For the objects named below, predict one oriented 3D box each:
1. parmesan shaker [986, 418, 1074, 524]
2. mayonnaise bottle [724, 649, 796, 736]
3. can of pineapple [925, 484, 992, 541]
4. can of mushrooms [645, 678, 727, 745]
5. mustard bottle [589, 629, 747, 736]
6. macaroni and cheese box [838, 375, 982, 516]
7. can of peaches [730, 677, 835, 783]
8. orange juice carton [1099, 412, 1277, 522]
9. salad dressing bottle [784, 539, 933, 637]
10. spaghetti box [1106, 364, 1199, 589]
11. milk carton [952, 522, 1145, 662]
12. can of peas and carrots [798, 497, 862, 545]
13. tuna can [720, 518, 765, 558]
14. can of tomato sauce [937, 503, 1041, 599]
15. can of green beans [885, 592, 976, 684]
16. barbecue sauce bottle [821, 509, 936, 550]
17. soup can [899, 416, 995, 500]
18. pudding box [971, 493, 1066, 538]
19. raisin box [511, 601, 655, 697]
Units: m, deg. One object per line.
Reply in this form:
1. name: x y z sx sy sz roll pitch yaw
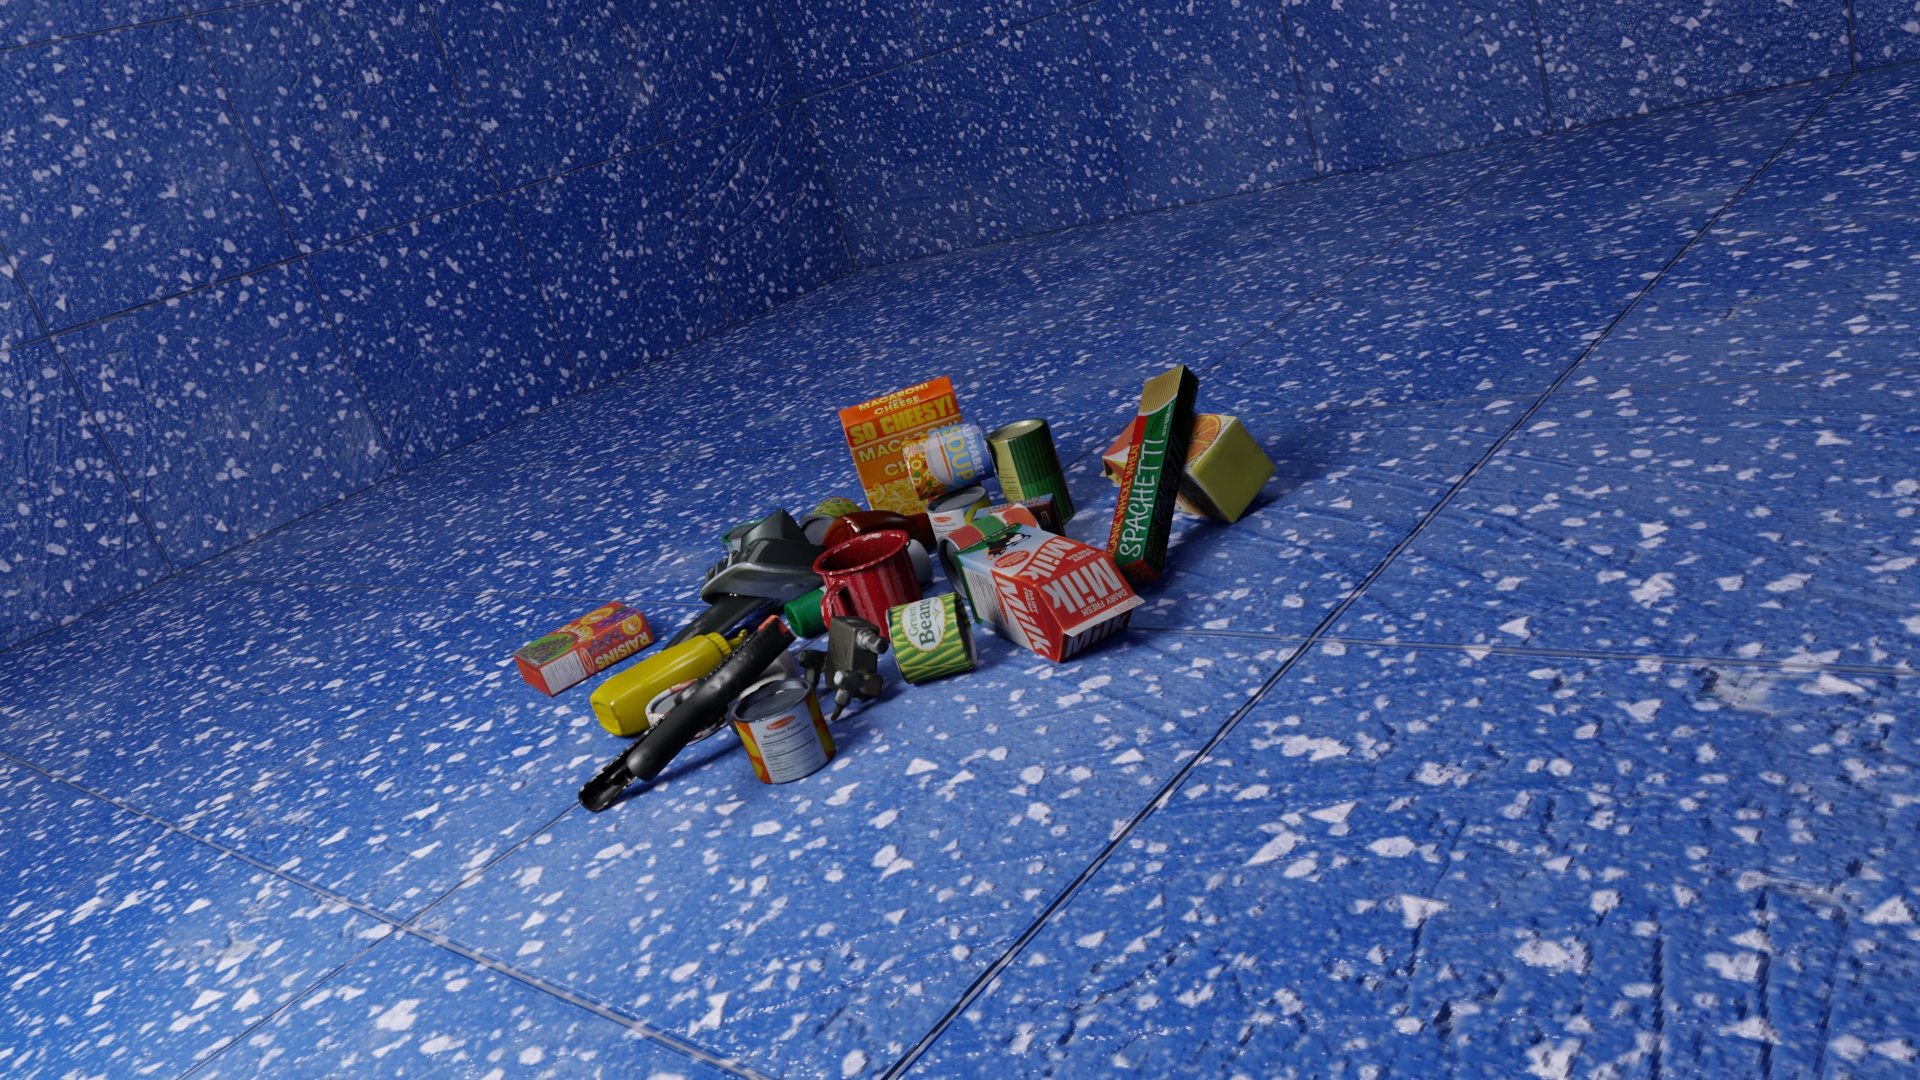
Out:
1. parmesan shaker: 0.074 -0.068 1.436 0.071 0.102 0.071 -16 18 5
2. mayonnaise bottle: -0.173 0.120 1.225 0.065 0.041 0.148 -24 17 3
3. can of pineapple: 0.005 -0.018 1.429 0.071 0.057 0.071 -16 18 5
4. can of mushrooms: -0.236 0.149 1.211 0.071 0.033 0.071 -17 17 5
5. mustard bottle: -0.259 0.124 1.281 0.161 0.048 0.065 -29 21 -33
6. macaroni and cheese box: -0.049 -0.084 1.496 0.124 0.165 0.040 -19 38 -2
7. can of peaches: -0.138 0.147 1.084 0.071 0.058 0.071 -17 18 6
8. orange juice carton: 0.209 -0.078 1.357 0.072 0.073 0.193 -49 26 -12
9. salad dressing bottle: -0.099 0.048 1.358 0.148 0.044 0.064 -26 8 -22
10. spaghetti box: 0.175 -0.061 1.265 0.050 0.028 0.251 -24 36 41
11. milk carton: 0.074 0.044 1.158 0.072 0.073 0.190 -25 19 -20
12. can of peas and carrots: -0.142 -0.010 1.524 0.071 0.070 0.059 -11 18 20
13. tuna can: -0.251 0.000 1.658 0.071 0.032 0.071 -16 19 6
14. can of tomato sauce: 0.031 0.011 1.310 0.083 0.071 0.071 -25 19 -21
15. can of green beans: -0.023 0.081 1.155 0.058 0.071 0.071 -15 18 9
16. barbecue sauce bottle: -0.079 -0.003 1.431 0.044 0.064 0.149 38 26 24
17. soup can: -0.013 -0.084 1.434 0.084 0.071 0.071 -18 18 -2
18. pudding box: 0.058 -0.012 1.375 0.083 0.049 0.030 -12 17 17
19. raisin box: -0.396 0.113 1.461 0.124 0.040 0.086 -30 21 -29
